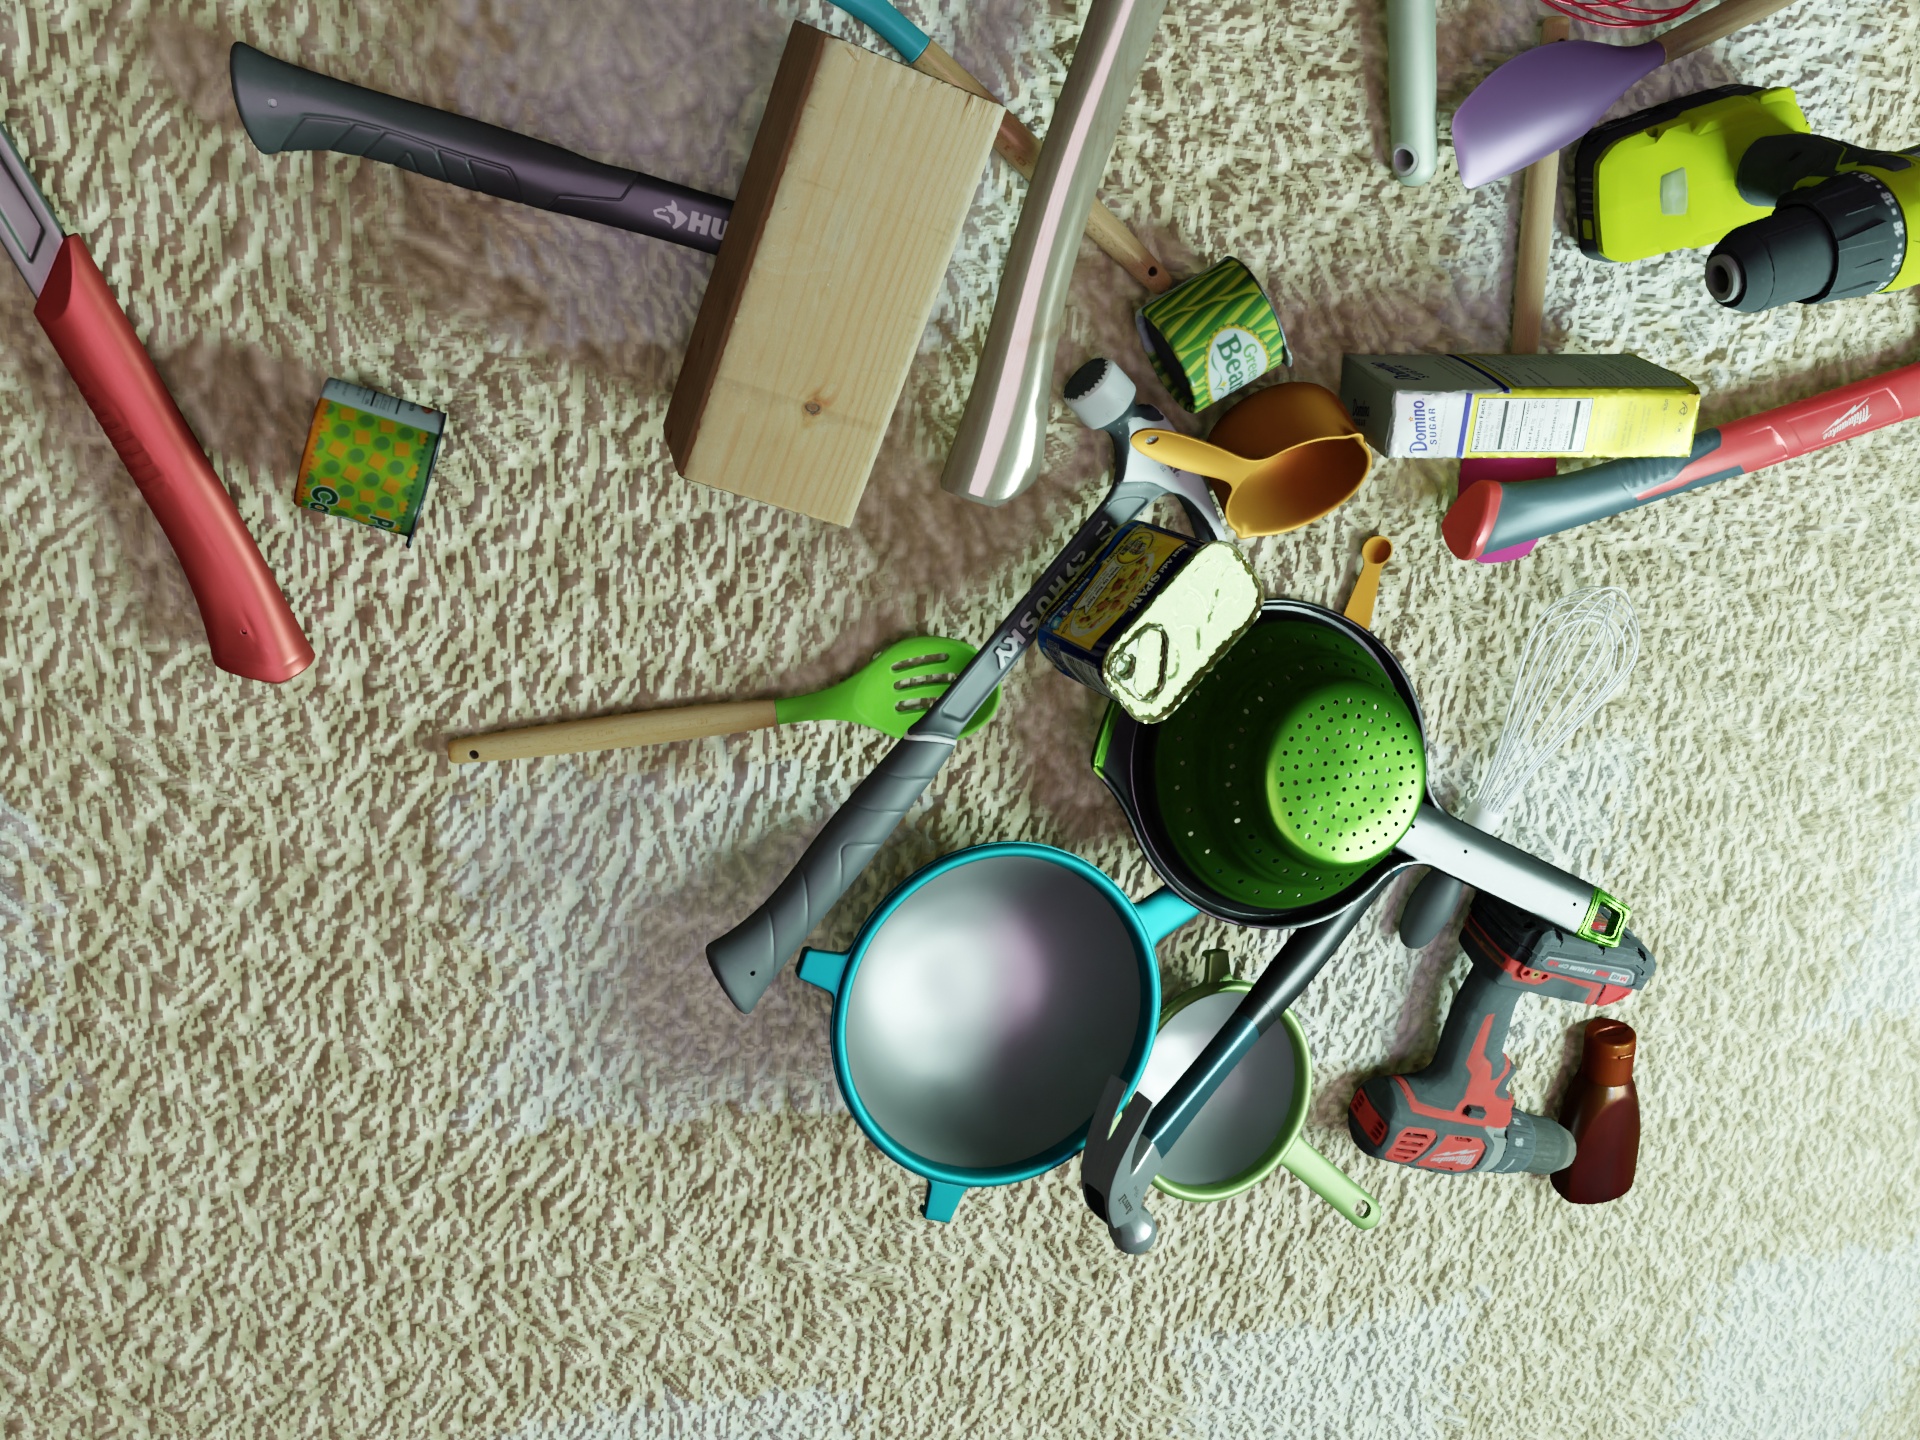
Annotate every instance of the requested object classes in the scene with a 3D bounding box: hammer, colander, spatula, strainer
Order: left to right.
[{"bbox_3d":[-0.397,-0.179,0.751,0.149,0.037,0.358,-23,118,-5],"label":"hammer"},{"bbox_3d":[-0.176,-0.264,0.776,0.334,0.035,0.146,11,111,-20],"label":"hammer"},{"bbox_3d":[-0.001,-0.003,0.899,0.149,0.036,0.409,42,85,-30],"label":"hammer"},{"bbox_3d":[0.001,-0.316,0.796,0.317,0.044,0.082,35,97,-27],"label":"spatula"},{"bbox_3d":[0.063,0.141,1.004,0.340,0.095,0.211,-30,105,-16],"label":"strainer"},{"bbox_3d":[0.058,-0.309,0.793,0.146,0.038,0.410,11,106,-27],"label":"hammer"},{"bbox_3d":[0.196,0.275,1.100,0.256,0.069,0.151,41,78,-24],"label":"strainer"},{"bbox_3d":[0.192,0.185,1.018,0.331,0.033,0.128,-46,138,-19],"label":"hammer"},{"bbox_3d":[0.277,0.061,0.966,0.397,0.094,0.204,24,86,-17],"label":"colander"},{"bbox_3d":[0.406,-0.382,0.881,0.316,0.018,0.059,-27,121,-8],"label":"spatula"},{"bbox_3d":[0.481,-0.155,0.999,0.386,0.038,0.143,-18,119,-11],"label":"hammer"}]

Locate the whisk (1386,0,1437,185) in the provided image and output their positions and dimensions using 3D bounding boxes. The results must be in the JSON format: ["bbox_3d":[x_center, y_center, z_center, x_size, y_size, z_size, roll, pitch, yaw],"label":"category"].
[{"bbox_3d":[0.233,-0.401,0.823,0.059,0.058,0.246,-32,127,-30],"label":"whisk"}]

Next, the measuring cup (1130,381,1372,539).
[{"bbox_3d":[0.150,-0.155,0.877,0.173,0.052,0.095,8,143,-38],"label":"measuring cup"}]

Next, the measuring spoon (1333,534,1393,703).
[{"bbox_3d":[0.248,-0.063,1.003,0.021,0.011,0.116,8,115,-8],"label":"measuring spoon"}]

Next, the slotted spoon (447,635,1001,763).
[{"bbox_3d":[-0.132,-0.004,0.913,0.313,0.031,0.070,-8,116,-10],"label":"slotted spoon"}]

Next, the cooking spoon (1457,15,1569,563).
[{"bbox_3d":[0.335,-0.242,0.939,0.068,0.017,0.318,-9,117,-11],"label":"cooking spoon"}]

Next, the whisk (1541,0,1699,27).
[{"bbox_3d":[0.244,-0.392,0.773,0.295,0.073,0.073,4,113,-14],"label":"whisk"}]

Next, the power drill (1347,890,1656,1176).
[{"bbox_3d":[0.404,0.236,1.149,0.187,0.080,0.226,14,112,-21],"label":"power drill"}]

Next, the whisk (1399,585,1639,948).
[{"bbox_3d":[0.363,0.037,1.058,0.070,0.070,0.284,14,114,-21],"label":"whisk"}]

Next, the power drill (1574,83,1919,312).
[{"bbox_3d":[0.426,-0.271,0.831,0.190,0.229,0.080,-19,118,-7],"label":"power drill"}]
